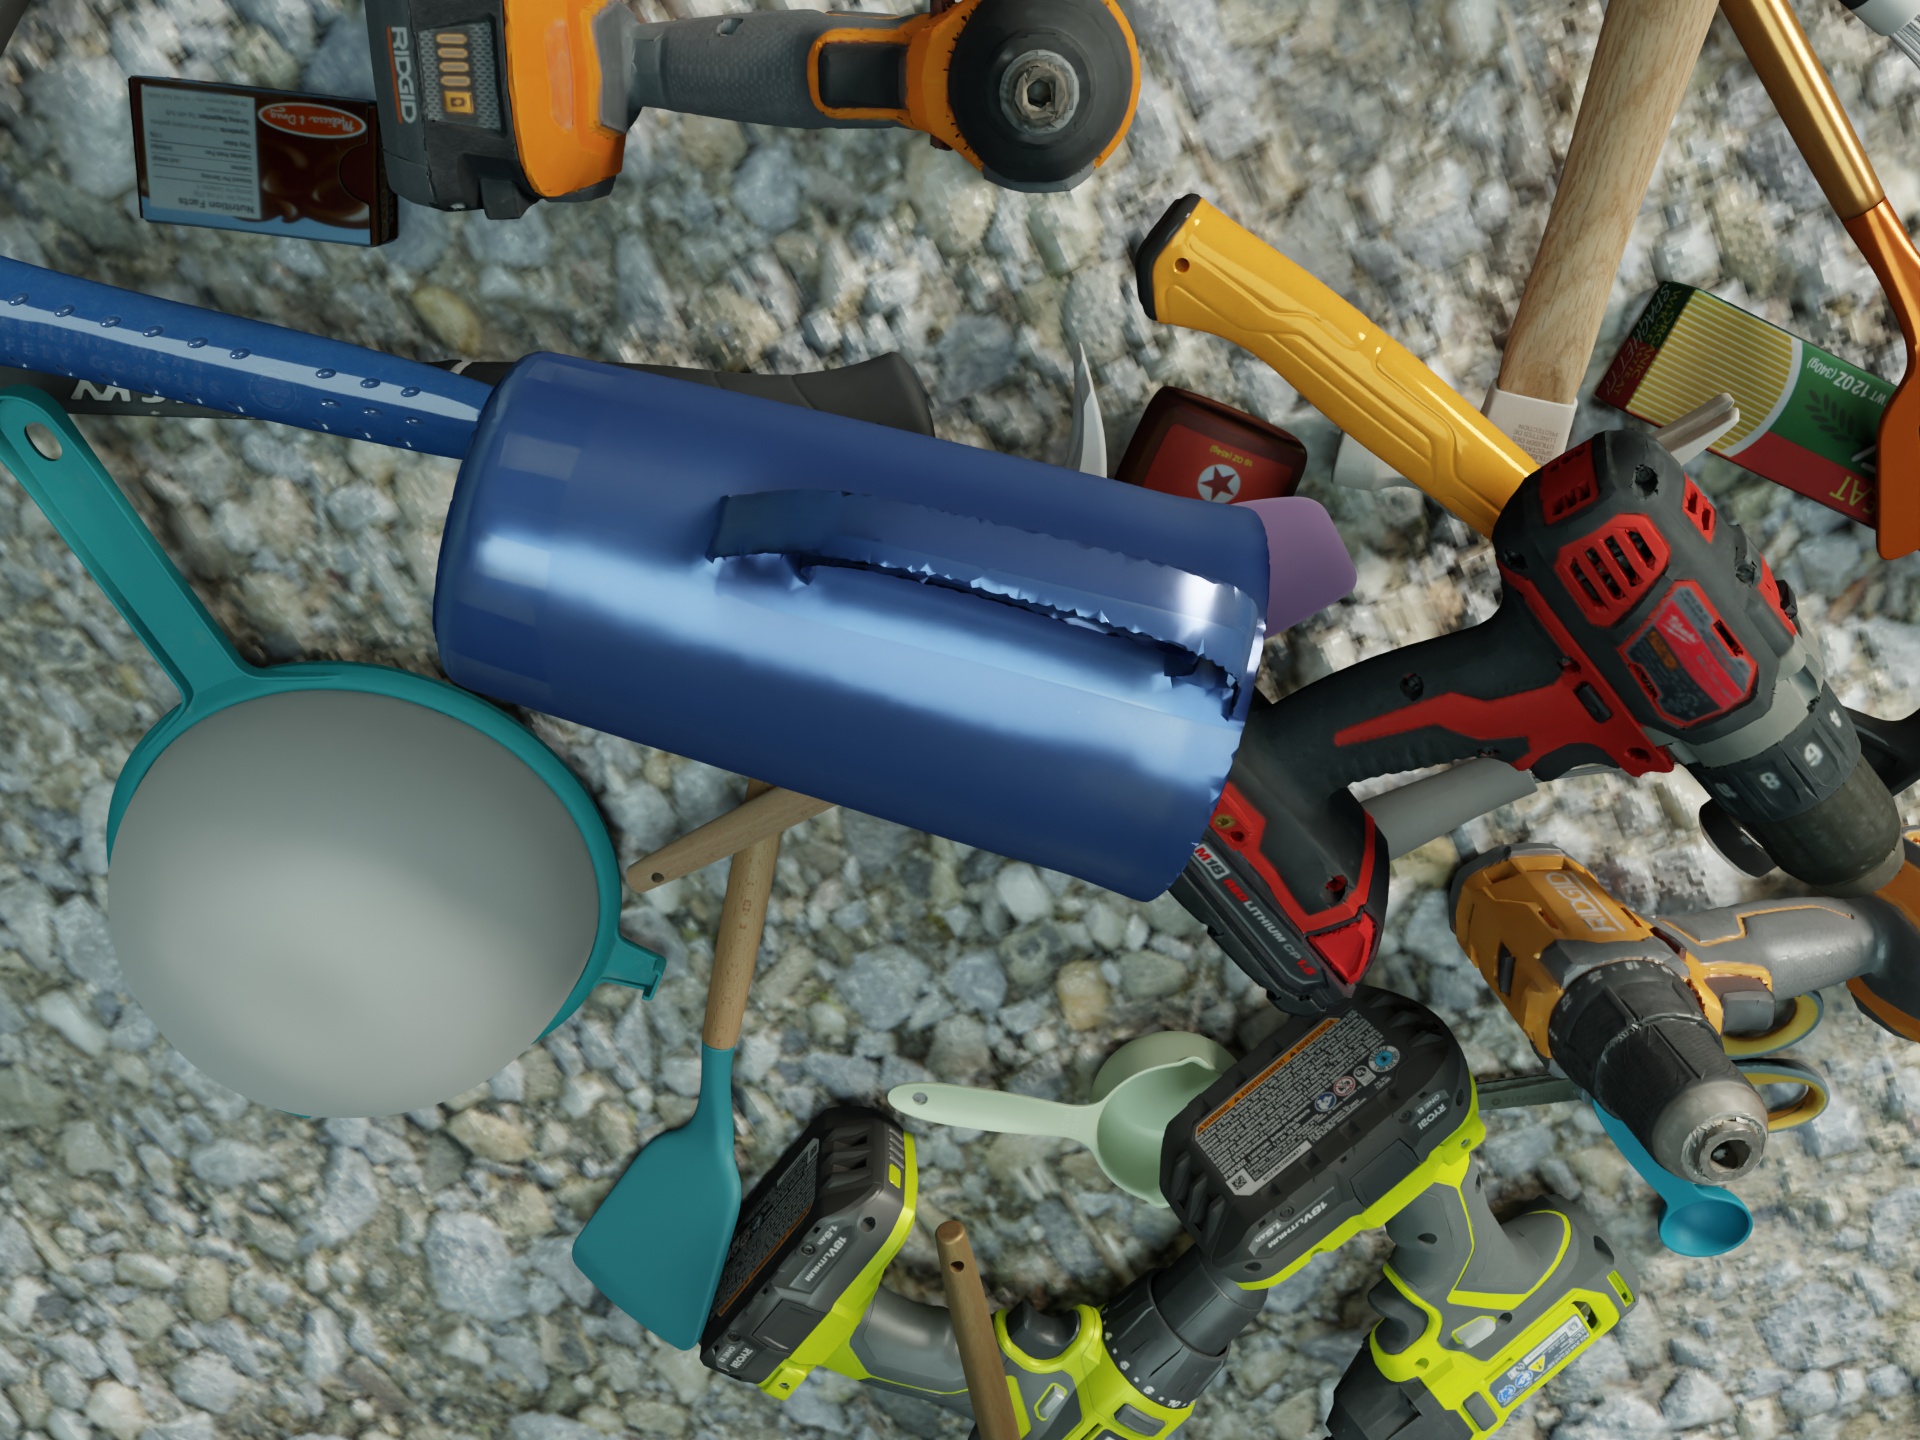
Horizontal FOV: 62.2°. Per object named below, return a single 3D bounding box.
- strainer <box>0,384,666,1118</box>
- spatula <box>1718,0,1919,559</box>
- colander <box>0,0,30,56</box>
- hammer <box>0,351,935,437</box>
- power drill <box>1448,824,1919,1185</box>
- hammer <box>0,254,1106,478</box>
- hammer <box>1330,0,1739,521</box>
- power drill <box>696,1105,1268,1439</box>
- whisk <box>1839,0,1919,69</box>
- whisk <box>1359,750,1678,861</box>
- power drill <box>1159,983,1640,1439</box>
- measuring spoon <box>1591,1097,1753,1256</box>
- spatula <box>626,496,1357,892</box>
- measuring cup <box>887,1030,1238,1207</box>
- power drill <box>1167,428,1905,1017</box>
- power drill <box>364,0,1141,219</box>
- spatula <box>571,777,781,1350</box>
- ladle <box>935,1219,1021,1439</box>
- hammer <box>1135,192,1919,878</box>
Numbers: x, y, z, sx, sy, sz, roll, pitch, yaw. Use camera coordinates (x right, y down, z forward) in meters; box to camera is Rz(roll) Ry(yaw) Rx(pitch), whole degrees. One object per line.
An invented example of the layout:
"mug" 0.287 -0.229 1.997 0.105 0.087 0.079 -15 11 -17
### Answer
"strainer" -0.271 0.038 0.606 0.211 0.095 0.340 -20 120 9
"spatula" 0.292 -0.196 0.543 0.081 0.041 0.322 -34 104 13
"colander" -0.266 -0.281 0.496 0.204 0.095 0.397 40 114 -15
"hammer" -0.212 -0.116 0.594 0.409 0.036 0.149 2 114 -2
"power drill" 0.328 0.107 0.617 0.226 0.185 0.084 -1 112 -4
"hammer" -0.141 -0.103 0.553 0.405 0.035 0.144 11 129 -14
"hammer" 0.223 -0.213 0.514 0.130 0.031 0.331 14 123 9
"power drill" 0.013 0.276 0.743 0.228 0.080 0.190 32 110 -16
"whisk" 0.342 -0.227 0.544 0.284 0.070 0.070 33 109 -9
"whisk" 0.231 0.019 0.655 0.239 0.055 0.055 -26 111 15
"power drill" 0.189 0.238 0.700 0.171 0.080 0.223 -38 118 -3
"measuring spoon" 0.325 0.203 0.740 0.042 0.021 0.128 -31 114 23
"spatula" -0.001 -0.002 0.615 0.316 0.018 0.059 -27 118 17
"measuring cup" 0.051 0.171 0.719 0.167 0.038 0.083 7 113 -2
"power drill" 0.196 0.024 0.570 0.226 0.080 0.187 -33 109 33
"power drill" -0.058 -0.200 0.491 0.226 0.164 0.084 1 115 1
"spatula" -0.107 0.121 0.690 0.082 0.044 0.317 25 113 30
"ladle" 0.026 0.356 0.714 0.078 0.062 0.320 -13 116 -3
"hammer" 0.206 -0.077 0.561 0.337 0.034 0.127 36 127 -6
